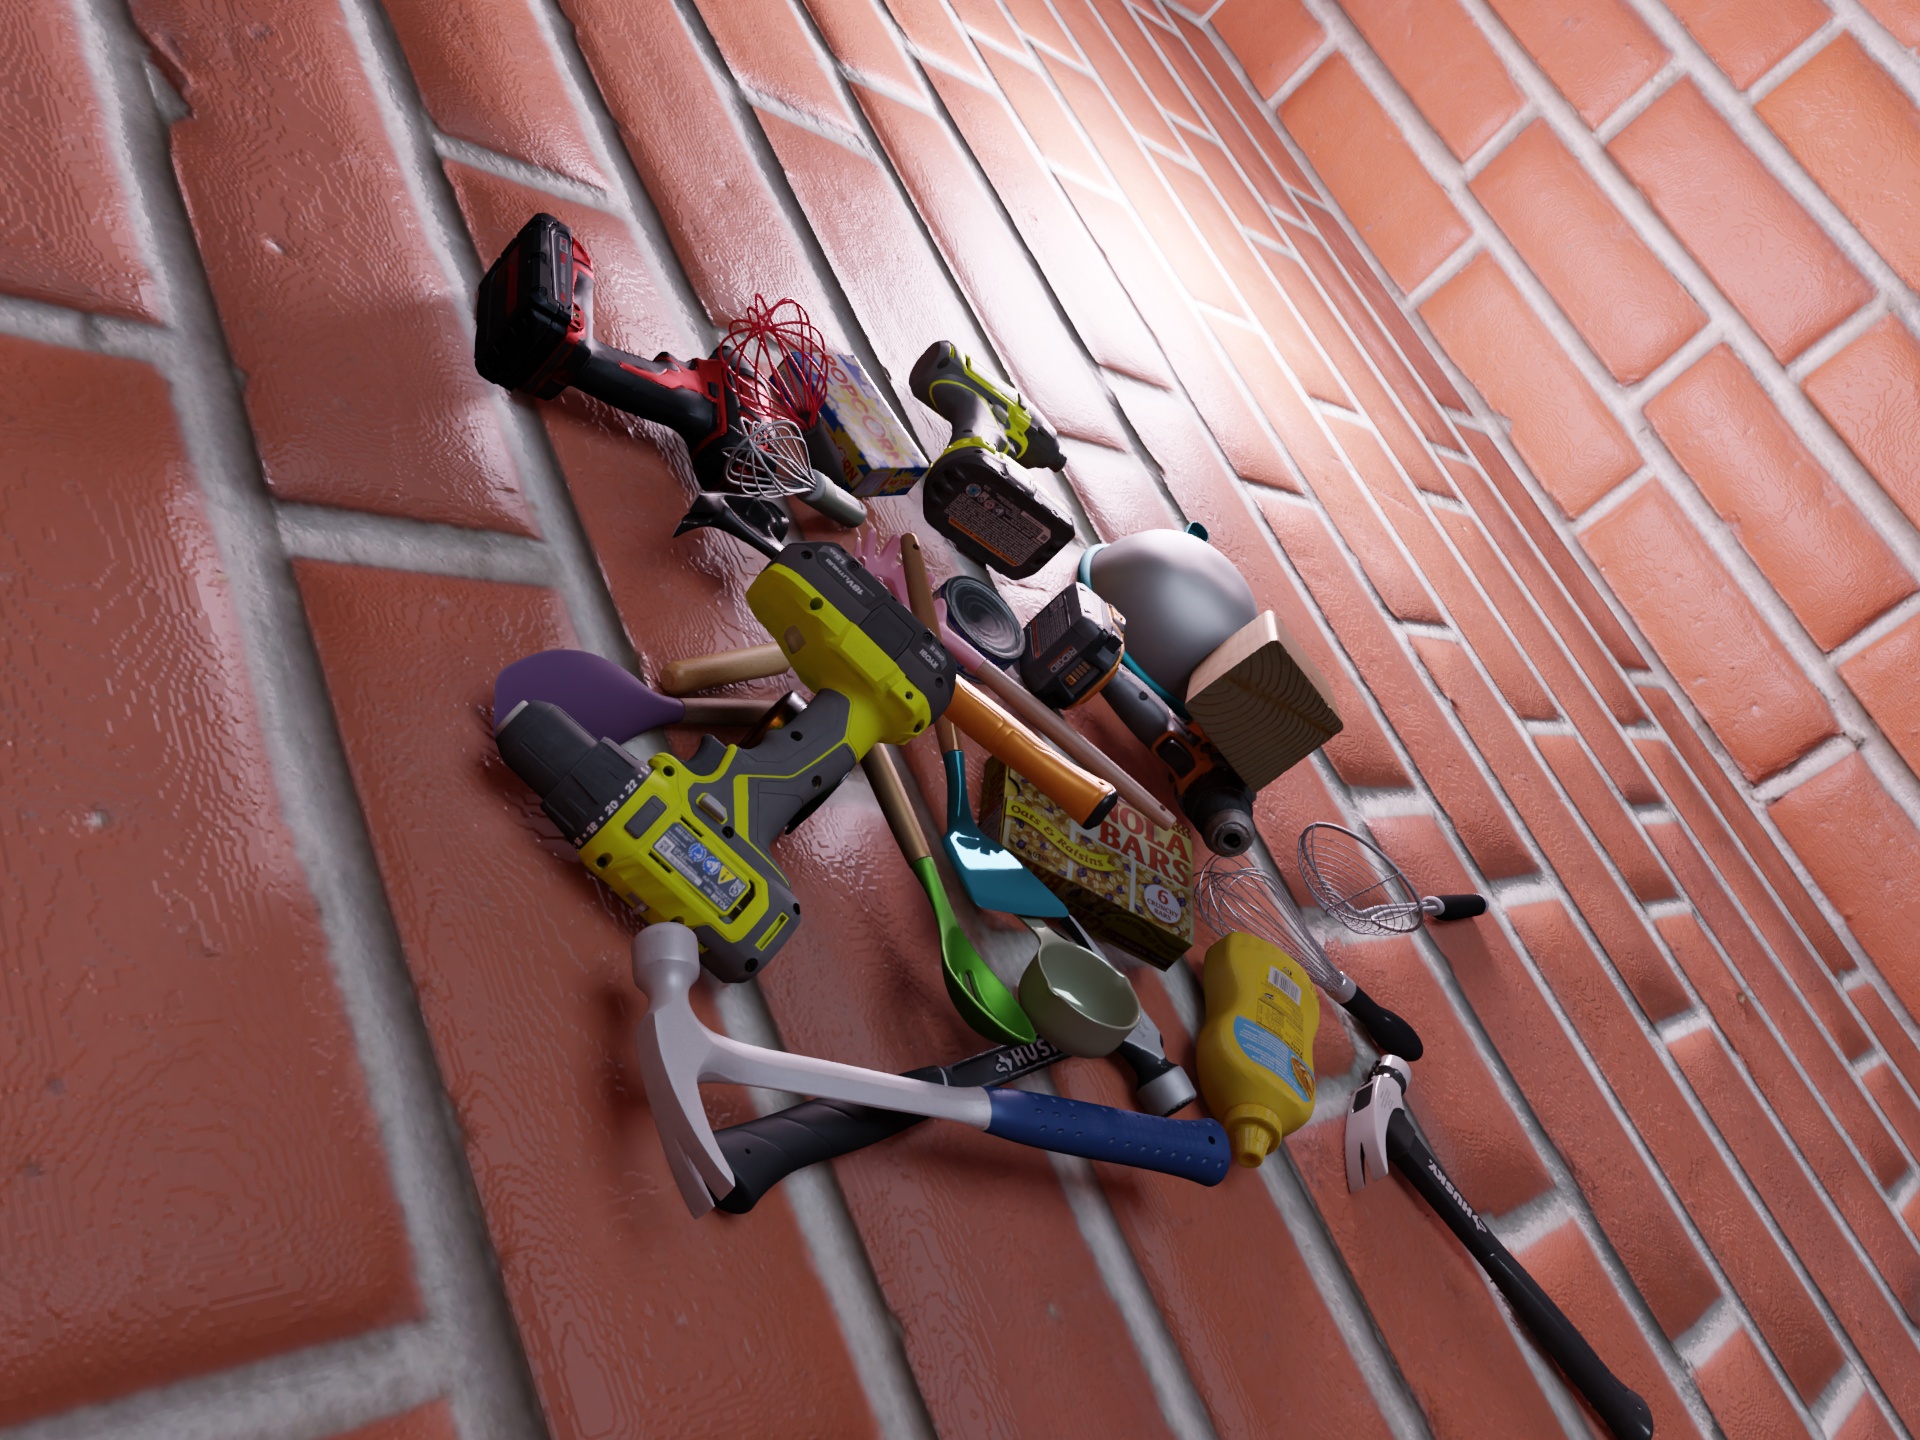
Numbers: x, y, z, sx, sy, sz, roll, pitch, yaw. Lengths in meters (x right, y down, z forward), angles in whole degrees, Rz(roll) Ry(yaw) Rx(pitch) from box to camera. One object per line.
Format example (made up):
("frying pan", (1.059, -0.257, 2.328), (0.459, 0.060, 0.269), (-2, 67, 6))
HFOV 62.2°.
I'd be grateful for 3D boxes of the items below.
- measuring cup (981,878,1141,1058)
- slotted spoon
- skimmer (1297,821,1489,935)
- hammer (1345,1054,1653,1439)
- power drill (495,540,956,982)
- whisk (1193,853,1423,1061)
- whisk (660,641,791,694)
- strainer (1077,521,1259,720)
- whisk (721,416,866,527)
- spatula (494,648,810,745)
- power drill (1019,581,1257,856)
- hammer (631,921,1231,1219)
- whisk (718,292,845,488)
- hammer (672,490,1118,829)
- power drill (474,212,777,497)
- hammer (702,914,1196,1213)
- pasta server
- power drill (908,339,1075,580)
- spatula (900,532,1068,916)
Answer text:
("measuring cup", (0.044, 0.149, 1.014), (0.083, 0.038, 0.168), (3, 35, -51))
("slotted spoon", (-0.034, 0.068, 0.998), (0.070, 0.031, 0.314), (27, 33, -60))
("skimmer", (0.429, 0.149, 1.484), (0.127, 0.090, 0.363), (31, 15, 37))
("hammer", (0.416, 0.424, 1.229), (0.335, 0.035, 0.146), (51, 31, 3))
("power drill", (-0.127, 0.007, 0.899), (0.190, 0.080, 0.228), (44, 63, -8))
("whisk", (0.290, 0.199, 1.296), (0.284, 0.070, 0.070), (40, 32, -23))
("whisk", (-0.107, -0.042, 1.083), (0.051, 0.047, 0.245), (47, 34, 21))
("strainer", (0.232, -0.138, 1.545), (0.211, 0.095, 0.340), (43, 33, -10))
("whisk", (-0.111, -0.171, 1.140), (0.058, 0.059, 0.246), (52, 8, 11))
("spatula", (-0.158, -0.008, 0.992), (0.315, 0.018, 0.060), (3, 89, -52))
("power drill", (0.150, 0.007, 1.276), (0.226, 0.084, 0.185), (43, 16, -15))
("hammer", (0.004, 0.218, 0.877), (0.405, 0.035, 0.144), (21, 39, -35))
("whisk", (-0.114, -0.220, 1.131), (0.073, 0.073, 0.295), (56, -2, 12))
("hammer", (-0.038, -0.042, 1.042), (0.337, 0.034, 0.127), (38, 15, 11))
("power drill", (-0.227, -0.254, 1.129), (0.219, 0.078, 0.143), (26, 39, -37))
("hammer", (-0.005, 0.209, 0.942), (0.408, 0.036, 0.149), (-4, 58, -52))
("pasta server", (0.039, -0.028, 1.190), (0.316, 0.040, 0.060), (40, 38, 7))
("power drill", (0.035, -0.233, 1.426), (0.171, 0.080, 0.223), (32, 32, -25))
("spatula", (-0.002, -0.003, 1.094), (0.082, 0.044, 0.318), (11, 54, -38))
